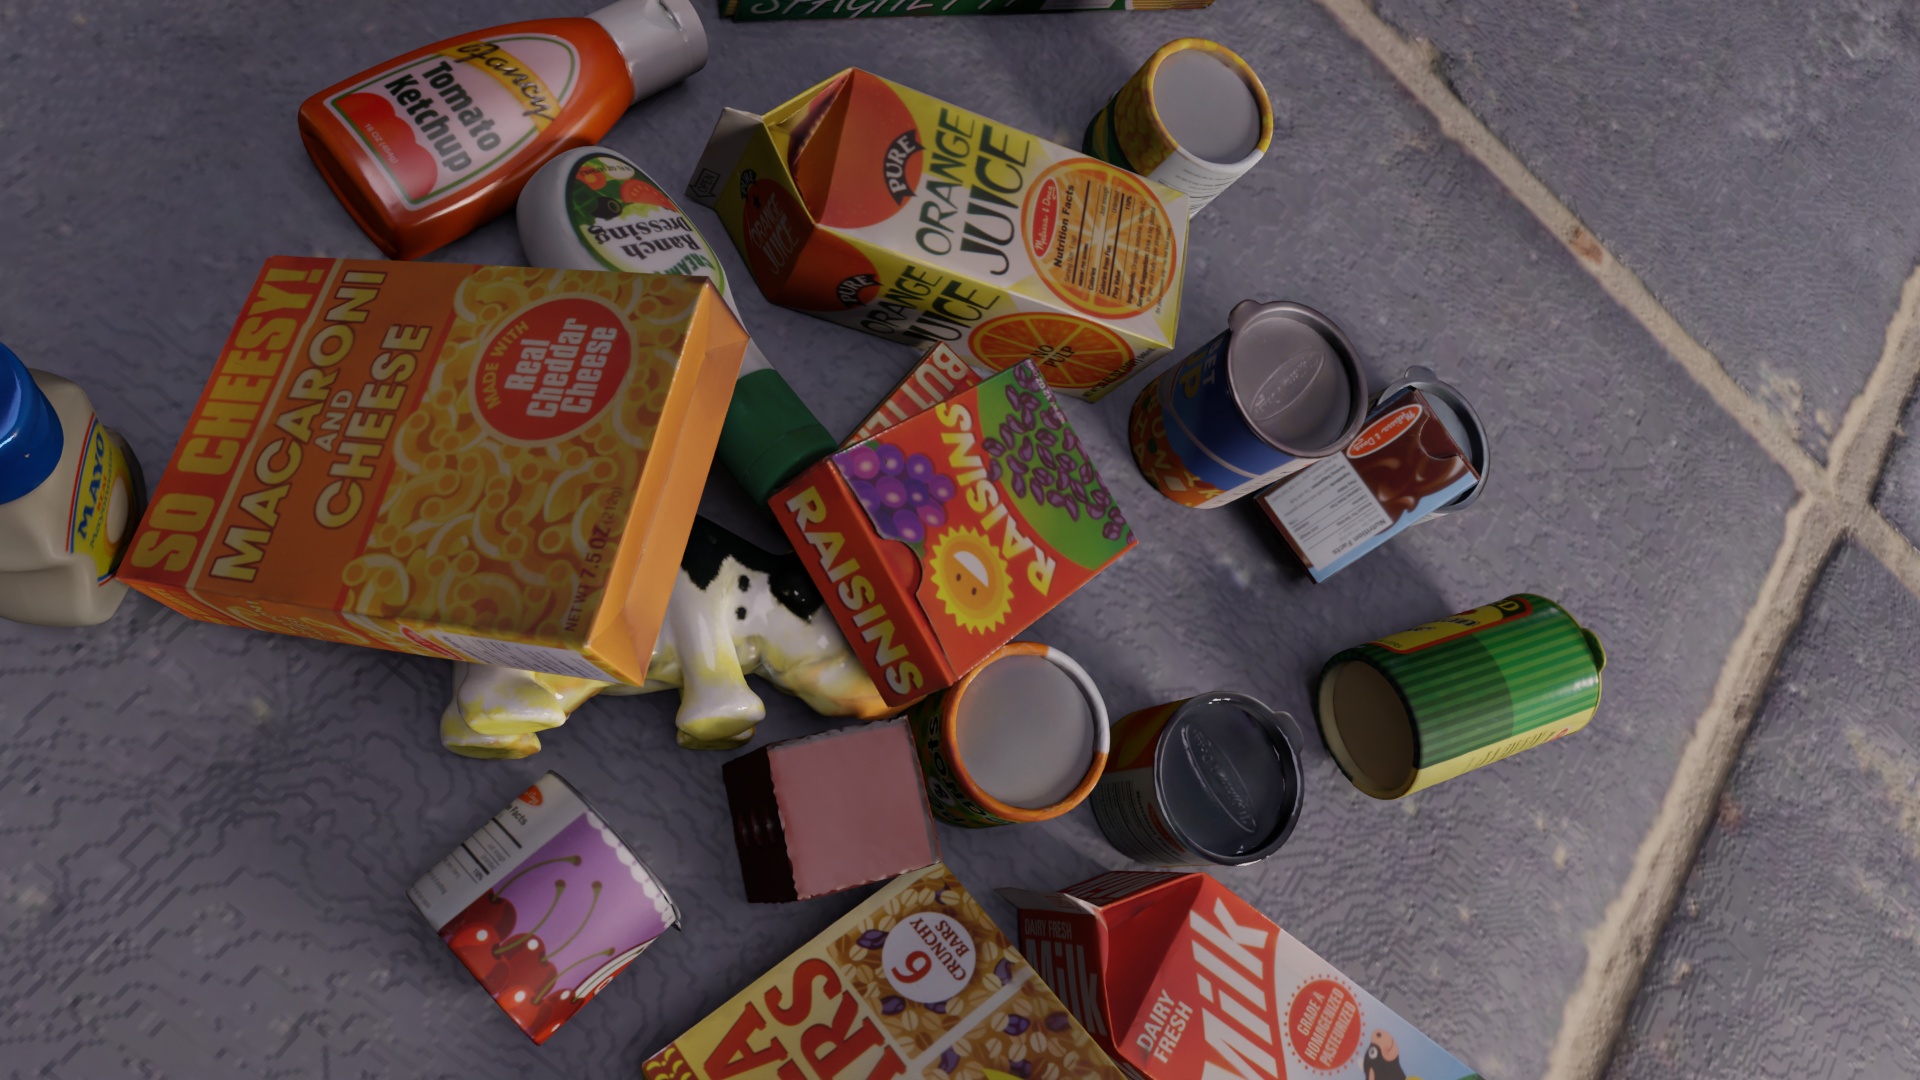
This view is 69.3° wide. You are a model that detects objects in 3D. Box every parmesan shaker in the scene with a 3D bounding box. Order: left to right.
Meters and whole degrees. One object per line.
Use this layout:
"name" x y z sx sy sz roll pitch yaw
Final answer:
"parmesan shaker" 0.216 0.065 0.601 0.103 0.071 0.071 -13 82 -24

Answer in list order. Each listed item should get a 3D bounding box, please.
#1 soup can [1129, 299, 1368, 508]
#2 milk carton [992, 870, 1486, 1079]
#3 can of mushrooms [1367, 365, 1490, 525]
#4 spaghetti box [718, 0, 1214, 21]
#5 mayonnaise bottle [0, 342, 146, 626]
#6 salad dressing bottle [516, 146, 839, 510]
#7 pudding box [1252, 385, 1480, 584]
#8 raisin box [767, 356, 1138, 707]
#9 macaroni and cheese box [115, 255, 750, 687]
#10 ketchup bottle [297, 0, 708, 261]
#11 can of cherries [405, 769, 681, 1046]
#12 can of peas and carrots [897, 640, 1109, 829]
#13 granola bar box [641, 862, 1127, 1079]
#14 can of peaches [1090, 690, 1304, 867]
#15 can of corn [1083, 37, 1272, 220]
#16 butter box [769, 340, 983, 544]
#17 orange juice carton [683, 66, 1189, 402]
"soup can" 0.117 -0.057 0.586 0.071 0.083 0.071 6 75 -21
"milk carton" 0.099 0.184 0.523 0.190 0.072 0.074 37 67 -9
"can of mushrooms" 0.209 -0.043 0.647 0.071 0.033 0.071 5 75 -20
"spaghetti box" 0.016 -0.259 0.616 0.251 0.050 0.029 -11 79 -24
"mayonnaise bottle" -0.262 -0.017 0.387 0.041 0.147 0.065 7 75 -20
"salad dressing bottle" -0.102 -0.077 0.505 0.148 0.043 0.064 50 39 12
"pudding box" 0.176 -0.024 0.605 0.083 0.030 0.049 -36 91 17
"raisin box" 0.002 -0.006 0.501 0.124 0.040 0.086 -32 93 -47
"macaroni and cheese box" -0.164 -0.026 0.440 0.166 0.040 0.124 6 67 17
"ketchup bottle" -0.165 -0.165 0.523 0.149 0.043 0.064 -38 91 -26
"can of cherries" -0.133 0.120 0.449 0.058 0.071 0.071 -41 94 -25
"can of peas and carrots" 0.013 0.076 0.524 0.071 0.058 0.071 6 74 -20
"granola bar box" -0.006 0.204 0.453 0.125 0.038 0.166 -32 60 -25
"can of peaches" 0.094 0.095 0.552 0.071 0.058 0.071 6 74 -21
"can of corn" 0.097 -0.185 0.625 0.071 0.058 0.071 6 75 -21
"butter box" -0.023 -0.028 0.555 0.053 0.024 0.104 44 65 -7
"orange juice carton" -0.010 -0.124 0.559 0.193 0.071 0.073 15 71 -18
